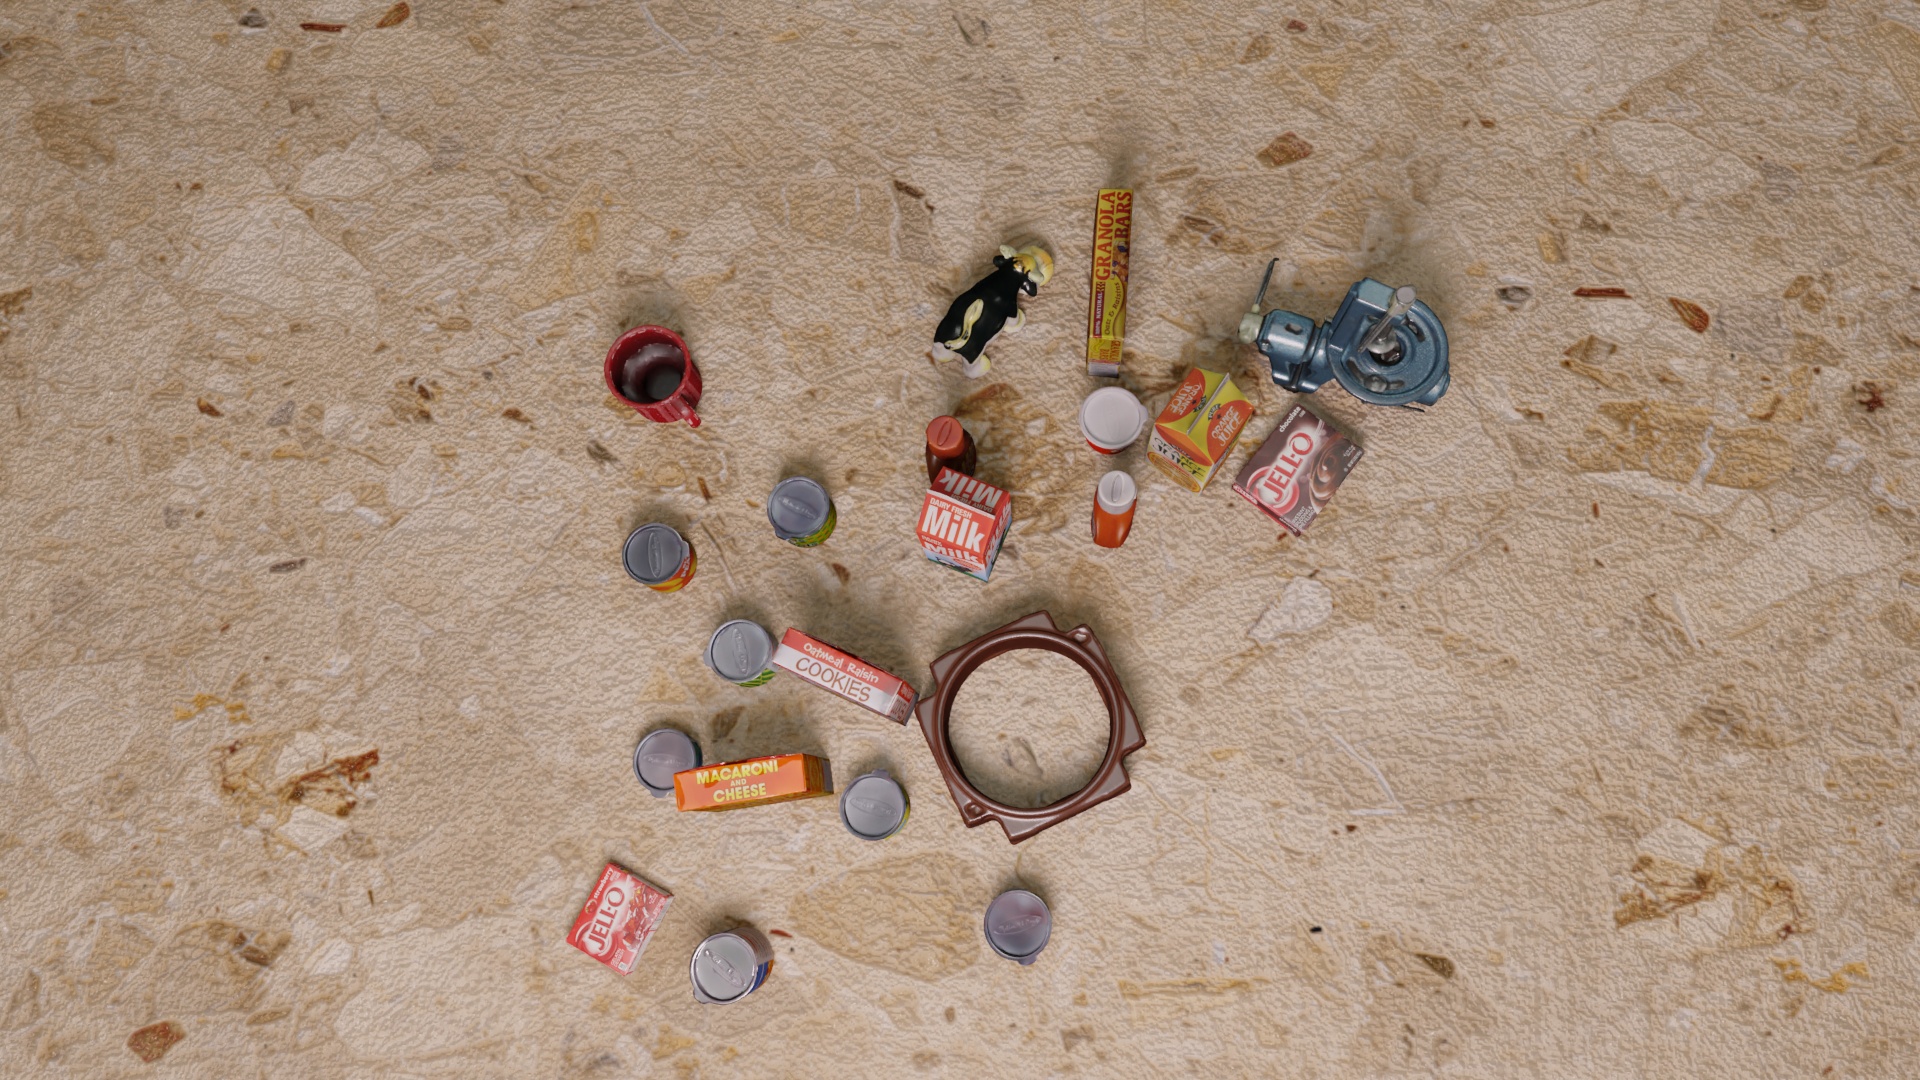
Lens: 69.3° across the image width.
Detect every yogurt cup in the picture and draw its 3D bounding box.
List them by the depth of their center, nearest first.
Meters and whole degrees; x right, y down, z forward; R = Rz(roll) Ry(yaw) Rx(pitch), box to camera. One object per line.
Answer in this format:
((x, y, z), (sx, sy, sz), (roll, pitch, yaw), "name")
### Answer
((0.159, -0.124, 1.472), (0.072, 0.054, 0.072), (-1, 78, 3), "yogurt cup")

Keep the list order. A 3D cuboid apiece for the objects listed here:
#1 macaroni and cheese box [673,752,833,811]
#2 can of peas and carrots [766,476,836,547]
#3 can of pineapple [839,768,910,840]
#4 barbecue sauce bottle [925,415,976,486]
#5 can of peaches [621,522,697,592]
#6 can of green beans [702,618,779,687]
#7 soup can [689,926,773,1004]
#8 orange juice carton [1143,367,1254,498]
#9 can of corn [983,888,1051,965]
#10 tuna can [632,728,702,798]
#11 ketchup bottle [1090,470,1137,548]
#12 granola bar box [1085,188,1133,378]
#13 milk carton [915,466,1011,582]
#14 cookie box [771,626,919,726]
((-0.199, 0.237, 1.358), (0.124, 0.166, 0.040), (-9, 78, 2), "macaroni and cheese box")
((-0.168, -0.027, 1.469), (0.071, 0.058, 0.071), (-1, 78, 3), "can of peas and carrots")
((-0.084, 0.268, 1.400), (0.071, 0.057, 0.071), (-1, 78, 3), "can of pineapple")
((-0.012, -0.091, 1.427), (0.044, 0.148, 0.065), (21, 80, 8), "barbecue sauce bottle")
((-0.315, 0.019, 1.468), (0.071, 0.058, 0.071), (-1, 78, 3), "can of peaches")
((-0.223, 0.118, 1.441), (0.071, 0.057, 0.071), (-1, 78, 3), "can of green beans")
((-0.225, 0.418, 1.362), (0.071, 0.083, 0.071), (-1, 78, 3), "soup can")
((0.238, -0.111, 1.394), (0.073, 0.192, 0.072), (36, 83, 10), "orange juice carton")
((0.058, 0.380, 1.367), (0.071, 0.058, 0.071), (-1, 78, 3), "can of corn")
((-0.302, 0.231, 1.434), (0.071, 0.032, 0.071), (-1, 78, 3), "tuna can")
((0.156, -0.036, 1.405), (0.043, 0.148, 0.065), (9, 79, 5), "ketchup bottle")
((0.156, -0.270, 1.468), (0.039, 0.124, 0.166), (4, 78, 4), "granola bar box")
((0.005, -0.017, 1.389), (0.072, 0.190, 0.073), (21, 80, 8), "milk carton")
((-0.109, 0.136, 1.374), (0.123, 0.167, 0.040), (24, 81, 8), "cookie box")
